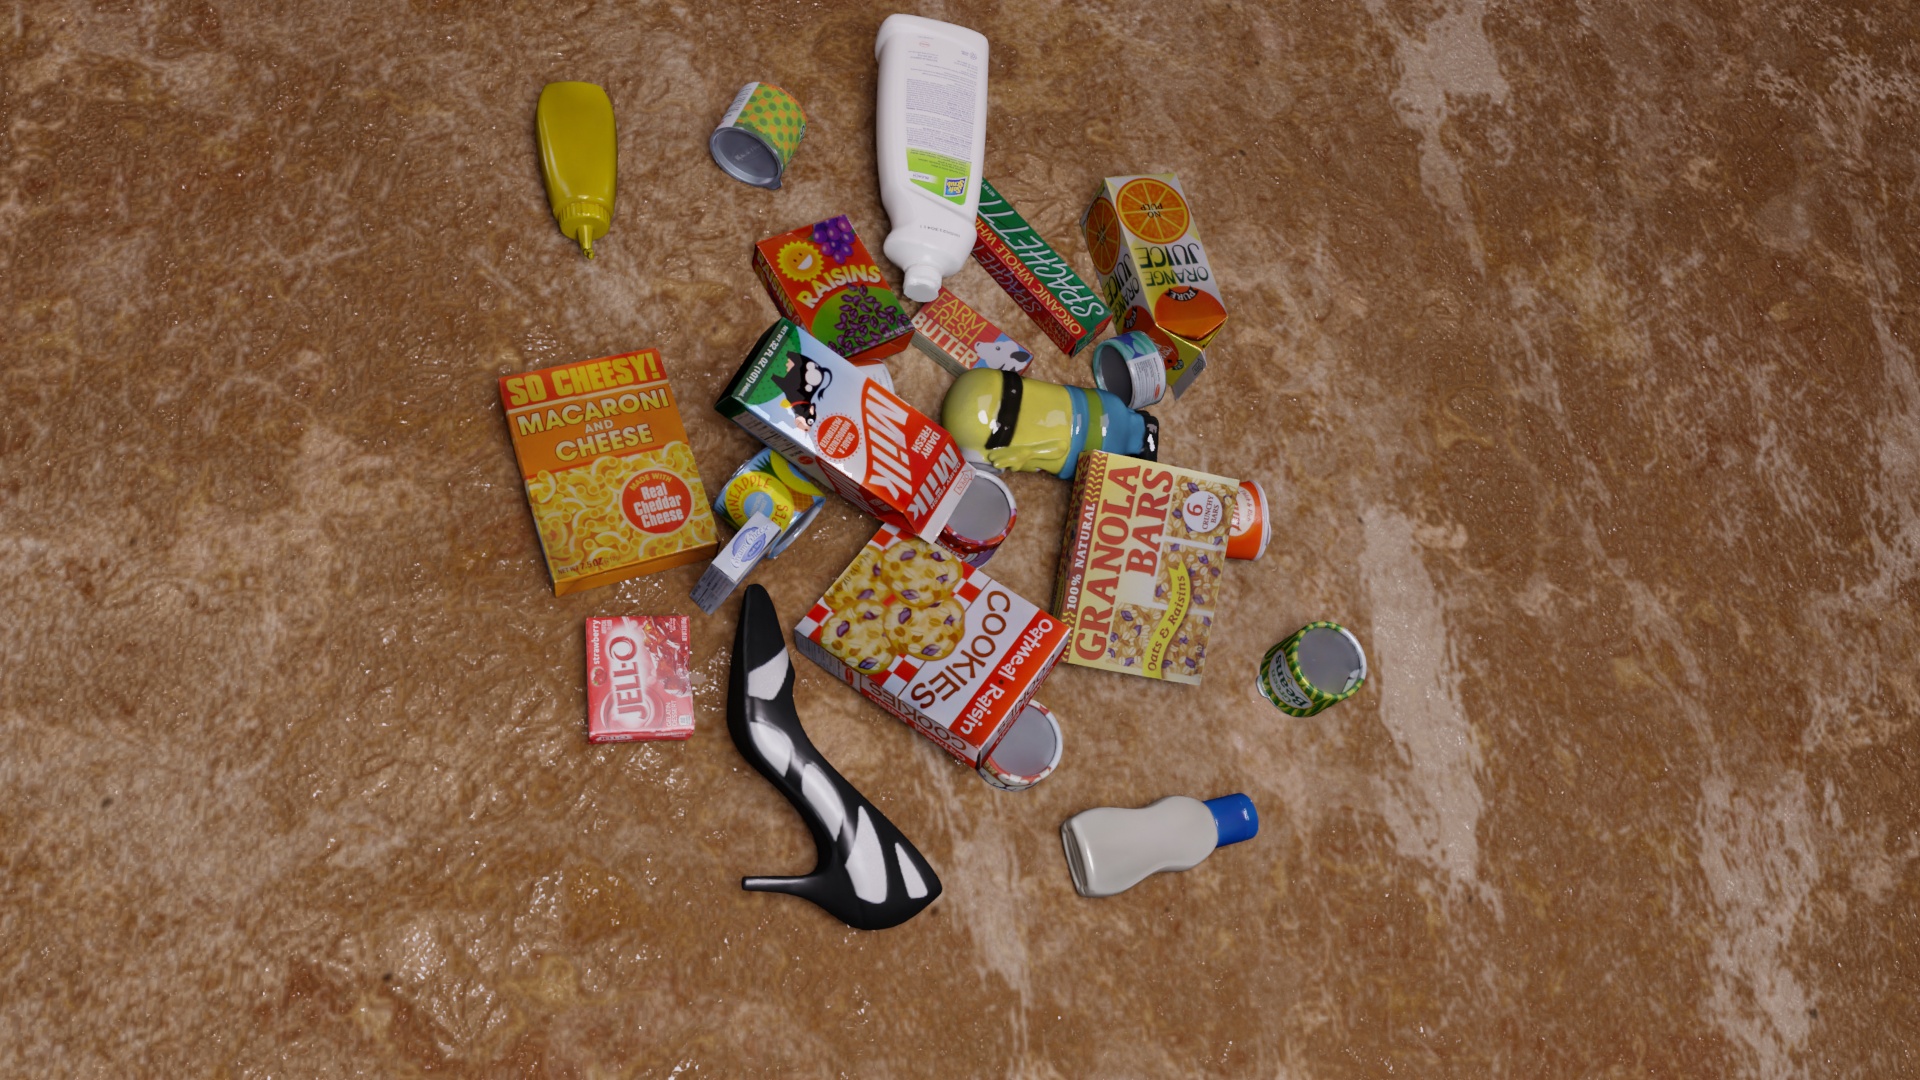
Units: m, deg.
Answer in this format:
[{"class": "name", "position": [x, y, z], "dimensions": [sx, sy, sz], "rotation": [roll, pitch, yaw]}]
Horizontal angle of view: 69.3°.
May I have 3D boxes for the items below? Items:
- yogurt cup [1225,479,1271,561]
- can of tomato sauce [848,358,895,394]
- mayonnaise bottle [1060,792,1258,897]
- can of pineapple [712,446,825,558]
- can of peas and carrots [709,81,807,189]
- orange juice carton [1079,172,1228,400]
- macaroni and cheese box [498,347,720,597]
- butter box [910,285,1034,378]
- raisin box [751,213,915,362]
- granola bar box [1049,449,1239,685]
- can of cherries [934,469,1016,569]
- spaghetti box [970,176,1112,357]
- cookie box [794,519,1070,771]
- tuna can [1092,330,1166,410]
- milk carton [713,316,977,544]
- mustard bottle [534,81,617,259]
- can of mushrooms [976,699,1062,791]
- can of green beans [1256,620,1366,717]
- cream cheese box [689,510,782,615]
[{"class": "yogurt cup", "position": [0.219, -0.016, 1.154], "dimensions": [0.054, 0.072, 0.072], "rotation": [-2, 69, -8]}, {"class": "can of tomato sauce", "position": [-0.100, -0.106, 1.099], "dimensions": [0.083, 0.071, 0.071], "rotation": [-11, 72, -20]}, {"class": "mayonnaise bottle", "position": [0.152, 0.223, 1.047], "dimensions": [0.148, 0.041, 0.065], "rotation": [-9, 72, -20]}, {"class": "can of pineapple", "position": [-0.144, -0.028, 1.050], "dimensions": [0.058, 0.070, 0.071], "rotation": [42, 63, 3]}, {"class": "can of peas and carrots", "position": [-0.168, -0.342, 1.177], "dimensions": [0.071, 0.070, 0.059], "rotation": [25, 63, -5]}, {"class": "orange juice carton", "position": [0.174, -0.222, 1.222], "dimensions": [0.073, 0.071, 0.193], "rotation": [-9, 71, -19]}, {"class": "macaroni and cheese box", "position": [-0.265, -0.053, 1.042], "dimensions": [0.124, 0.040, 0.167], "rotation": [-15, 73, -21]}, {"class": "butter box", "position": [0.006, -0.165, 1.175], "dimensions": [0.103, 0.024, 0.053], "rotation": [37, 64, 1]}, {"class": "raisin box", "position": [-0.106, -0.202, 1.150], "dimensions": [0.086, 0.040, 0.123], "rotation": [-26, 76, -23]}, {"class": "granola bar box", "position": [0.141, 0.021, 1.093], "dimensions": [0.124, 0.039, 0.165], "rotation": [11, 90, -11]}, {"class": "can of cherries", "position": [0.004, -0.014, 1.092], "dimensions": [0.071, 0.058, 0.072], "rotation": [6, 66, -14]}, {"class": "spaghetti box", "position": [0.032, -0.268, 1.224], "dimensions": [0.050, 0.028, 0.250], "rotation": [-39, 83, -25]}, {"class": "cookie box", "position": [-0.020, 0.075, 1.039], "dimensions": [0.167, 0.040, 0.123], "rotation": [32, 62, 15]}, {"class": "tuna can", "position": [0.142, -0.144, 1.185], "dimensions": [0.033, 0.070, 0.071], "rotation": [-20, 75, -21]}, {"class": "milk carton", "position": [-0.079, -0.077, 1.027], "dimensions": [0.190, 0.073, 0.072], "rotation": [35, 76, -16]}, {"class": "mustard bottle", "position": [-0.309, -0.295, 1.125], "dimensions": [0.065, 0.048, 0.160], "rotation": [-3, 70, -17]}, {"class": "can of mushrooms", "position": [0.040, 0.153, 1.047], "dimensions": [0.071, 0.033, 0.071], "rotation": [6, 67, -14]}, {"class": "can of green beans", "position": [0.286, 0.105, 1.125], "dimensions": [0.071, 0.057, 0.071], "rotation": [6, 67, -14]}, {"class": "cream cheese box", "position": [-0.164, 0.018, 1.006], "dimensions": [0.024, 0.103, 0.053], "rotation": [40, 65, -5]}]
